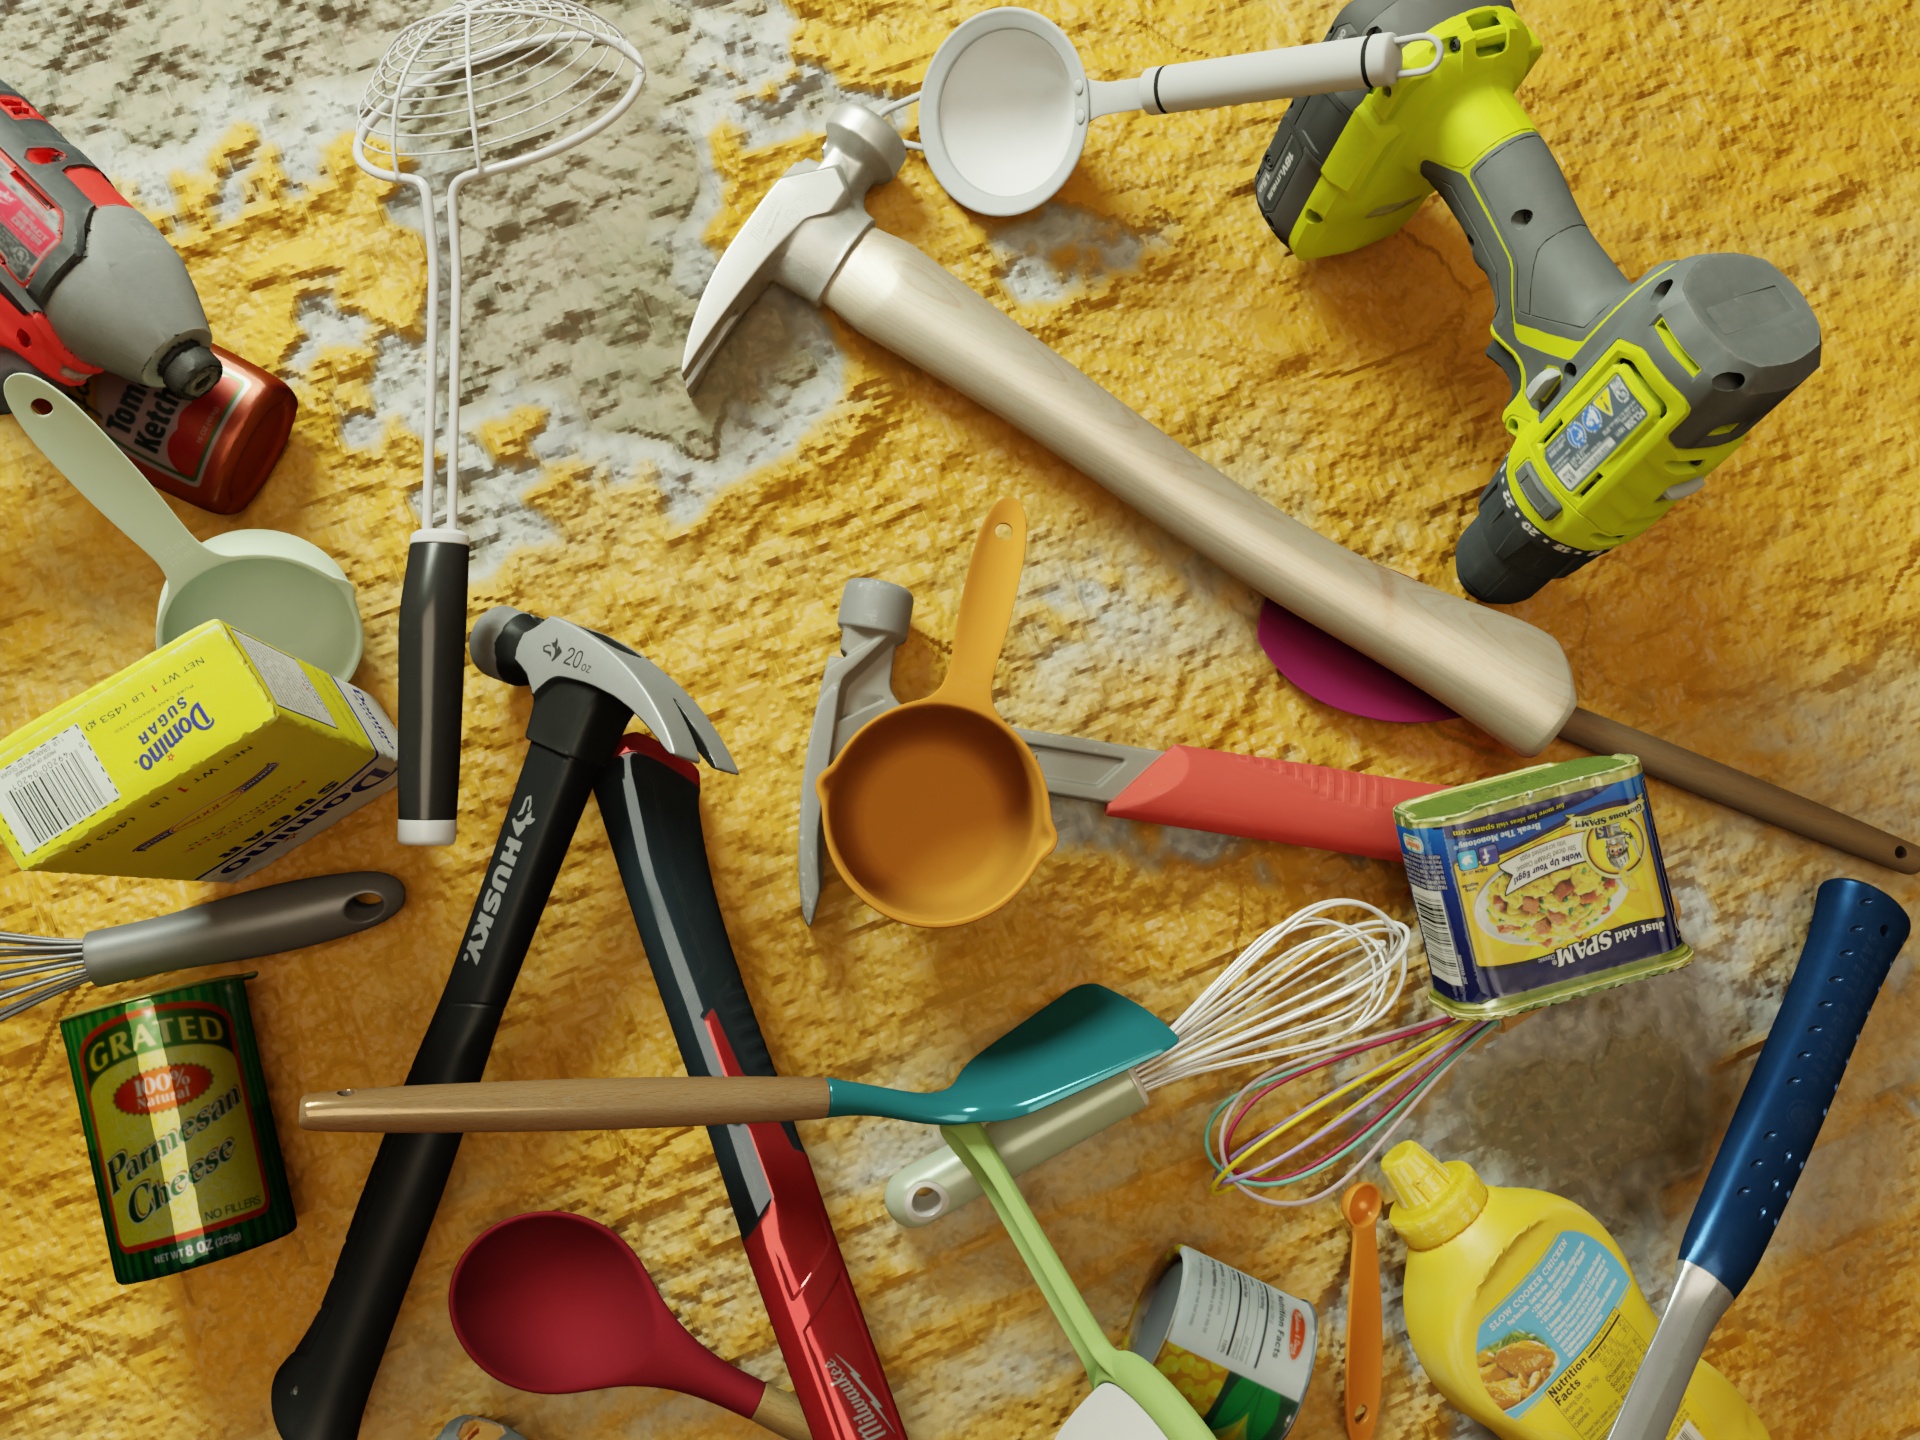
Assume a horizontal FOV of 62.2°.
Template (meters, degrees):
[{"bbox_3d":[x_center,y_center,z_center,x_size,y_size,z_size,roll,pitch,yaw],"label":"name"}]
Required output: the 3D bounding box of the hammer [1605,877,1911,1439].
[{"bbox_3d":[0.291,0.232,0.621,0.144,0.035,0.405,40,66,-4],"label":"hammer"}]

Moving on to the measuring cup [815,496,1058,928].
[{"bbox_3d":[-0.001,-0.002,0.638,0.095,0.052,0.174,14,80,-2],"label":"measuring cup"}]

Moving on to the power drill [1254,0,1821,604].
[{"bbox_3d":[0.220,-0.171,0.661,0.080,0.190,0.229,-21,72,-21],"label":"power drill"}]

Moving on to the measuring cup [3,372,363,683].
[{"bbox_3d":[-0.302,-0.071,0.617,0.083,0.038,0.167,-33,128,-2],"label":"measuring cup"}]

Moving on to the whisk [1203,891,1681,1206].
[{"bbox_3d":[0.207,0.136,0.681,0.245,0.051,0.047,-28,121,-12],"label":"whisk"}]

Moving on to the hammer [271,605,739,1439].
[{"bbox_3d":[-0.192,0.125,0.622,0.146,0.035,0.335,18,87,39],"label":"hammer"}]

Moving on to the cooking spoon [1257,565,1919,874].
[{"bbox_3d":[0.283,0.006,0.712,0.319,0.017,0.069,22,81,-1],"label":"cooking spoon"}]

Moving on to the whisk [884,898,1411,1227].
[{"bbox_3d":[0.078,0.145,0.662,0.246,0.059,0.057,-28,100,-2],"label":"whisk"}]

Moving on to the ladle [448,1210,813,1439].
[{"bbox_3d":[-0.058,0.285,0.642,0.315,0.031,0.069,27,78,-3],"label":"ladle"}]

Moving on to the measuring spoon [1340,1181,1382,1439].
[{"bbox_3d":[0.165,0.248,0.664,0.021,0.011,0.117,-6,99,-32],"label":"measuring spoon"}]

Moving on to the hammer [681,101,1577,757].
[{"bbox_3d":[0.077,-0.101,0.690,0.410,0.038,0.146,34,83,3],"label":"hammer"}]

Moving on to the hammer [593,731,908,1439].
[{"bbox_3d":[-0.085,0.189,0.615,0.143,0.038,0.386,-14,76,-34],"label":"hammer"}]

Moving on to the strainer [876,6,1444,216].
[{"bbox_3d":[0.077,-0.262,0.668,0.258,0.050,0.087,8,109,37],"label":"strainer"}]

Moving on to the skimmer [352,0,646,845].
[{"bbox_3d":[-0.197,-0.131,0.661,0.127,0.090,0.363,0,86,14],"label":"skimmer"}]

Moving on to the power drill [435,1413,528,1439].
[{"bbox_3d":[-0.159,0.404,0.593,0.226,0.084,0.185,36,83,4],"label":"power drill"}]

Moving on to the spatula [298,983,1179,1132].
[{"bbox_3d":[-0.075,0.130,0.594,0.317,0.082,0.044,3,97,-22],"label":"spatula"}]

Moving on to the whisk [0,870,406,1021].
[{"bbox_3d":[-0.345,0.092,0.635,0.239,0.055,0.055,-11,84,-11],"label":"whisk"}]

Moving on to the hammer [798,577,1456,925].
[{"bbox_3d":[0.112,0.040,0.684,0.359,0.036,0.149,9,82,-3],"label":"hammer"}]

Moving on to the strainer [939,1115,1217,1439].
[{"bbox_3d":[0.040,0.265,0.575,0.069,0.151,0.257,-24,64,-18],"label":"strainer"}]

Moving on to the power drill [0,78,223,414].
[{"bbox_3d":[-0.392,-0.121,0.611,0.143,0.078,0.219,44,97,-1],"label":"power drill"}]
